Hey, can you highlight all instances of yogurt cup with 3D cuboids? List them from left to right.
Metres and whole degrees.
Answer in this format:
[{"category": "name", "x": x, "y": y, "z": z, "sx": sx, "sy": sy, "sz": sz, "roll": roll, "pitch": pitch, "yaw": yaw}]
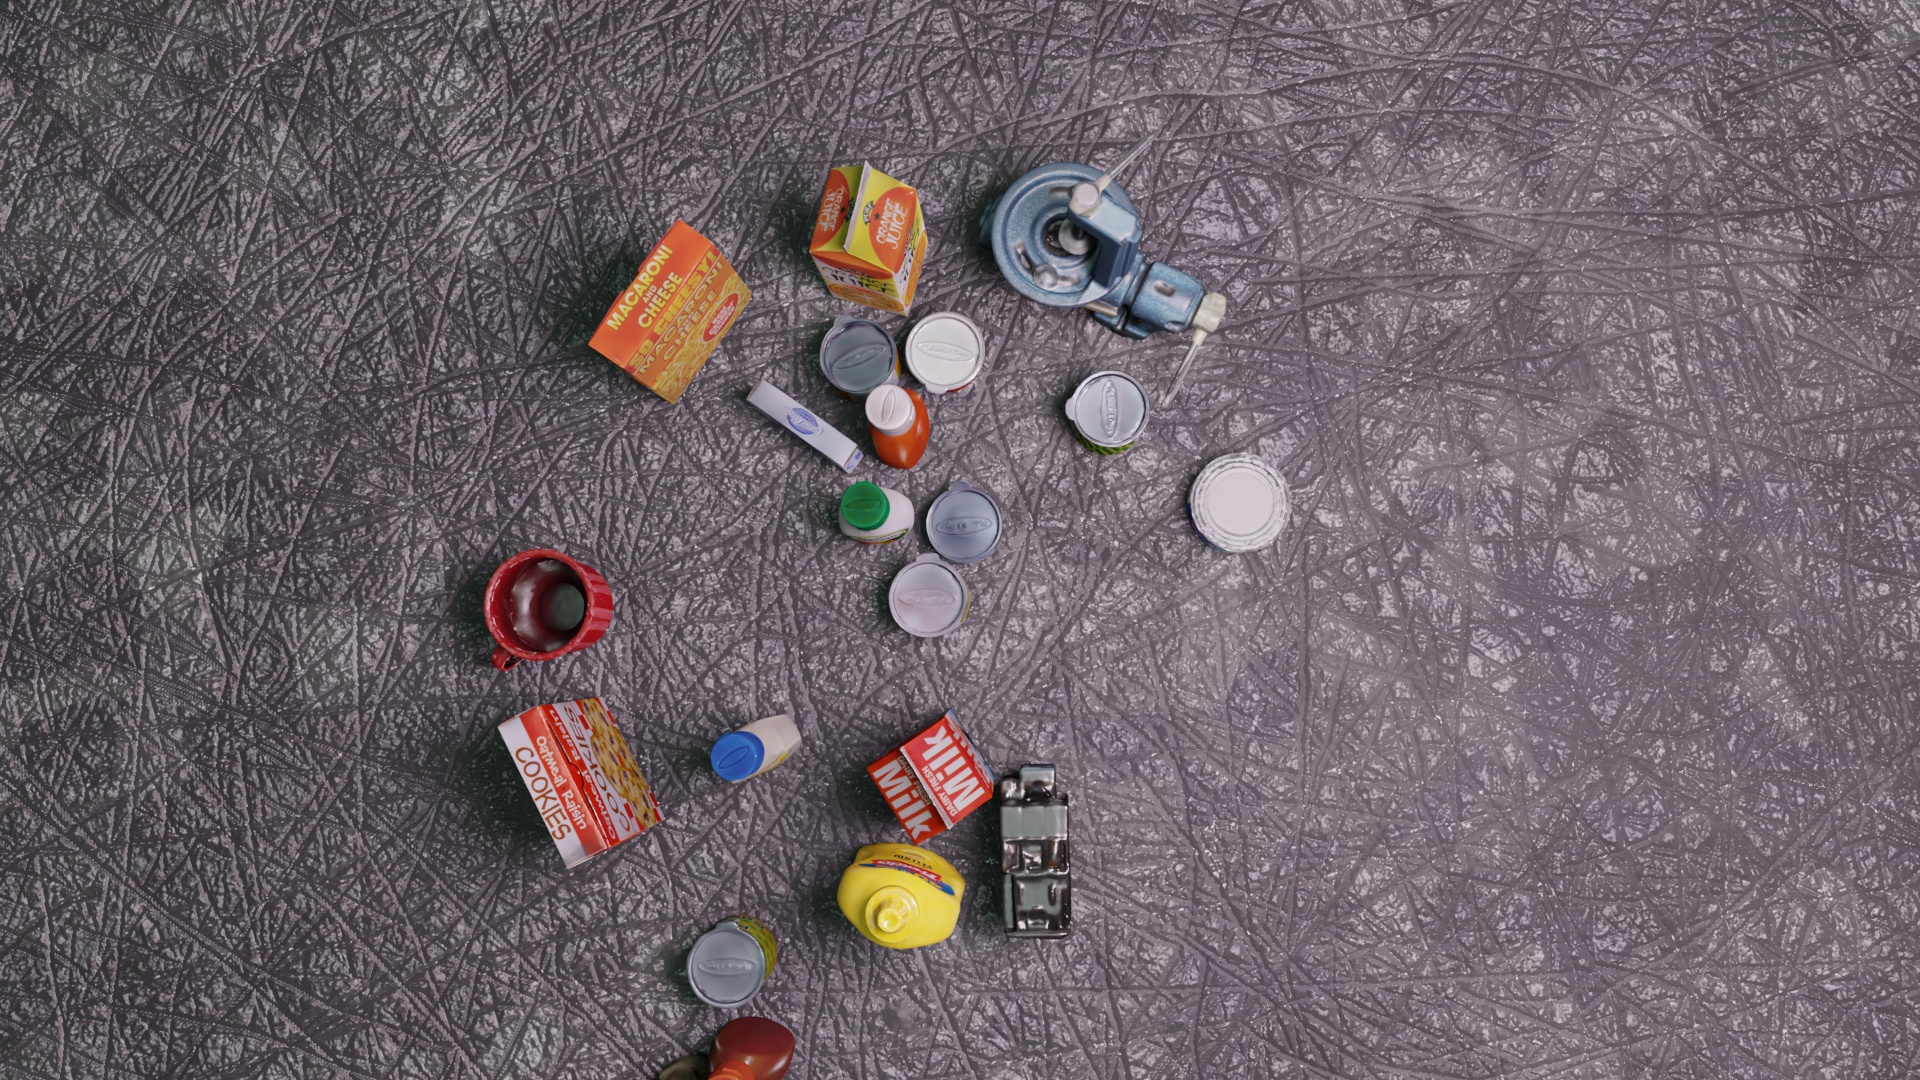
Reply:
[{"category": "yogurt cup", "x": -0.012, "y": -0.160, "z": 1.207, "sx": 0.072, "sy": 0.054, "sz": 0.072, "roll": 0, "pitch": 85, "yaw": 2}]

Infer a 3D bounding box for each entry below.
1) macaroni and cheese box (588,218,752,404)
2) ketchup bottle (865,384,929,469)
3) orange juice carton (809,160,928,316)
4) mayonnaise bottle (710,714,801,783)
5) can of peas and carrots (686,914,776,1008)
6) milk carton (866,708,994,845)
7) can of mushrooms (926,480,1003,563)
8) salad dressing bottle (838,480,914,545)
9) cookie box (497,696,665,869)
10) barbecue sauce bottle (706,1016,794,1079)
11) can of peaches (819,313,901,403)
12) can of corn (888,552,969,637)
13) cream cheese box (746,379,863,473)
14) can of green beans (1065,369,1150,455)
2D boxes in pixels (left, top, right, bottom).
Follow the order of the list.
[{"category": "macaroni and cheese box", "x": -0.239, "y": -0.187, "z": 1.161, "sx": 0.040, "sy": 0.166, "sz": 0.124, "roll": 35, "pitch": 88, "yaw": 4}, {"category": "ketchup bottle", "x": -0.052, "y": -0.099, "z": 1.155, "sx": 0.043, "sy": 0.148, "sz": 0.064, "roll": 11, "pitch": 86, "yaw": 3}, {"category": "orange juice carton", "x": -0.075, "y": -0.248, "z": 1.147, "sx": 0.073, "sy": 0.192, "sz": 0.072, "roll": 15, "pitch": 86, "yaw": 3}, {"category": "mayonnaise bottle", "x": -0.171, "y": 0.172, "z": 1.137, "sx": 0.065, "sy": 0.148, "sz": 0.041, "roll": -34, "pitch": 85, "yaw": 0}, {"category": "can of peas and carrots", "x": -0.191, "y": 0.350, "z": 1.167, "sx": 0.071, "sy": 0.058, "sz": 0.071, "roll": 0, "pitch": 85, "yaw": 2}, {"category": "milk carton", "x": -0.022, "y": 0.187, "z": 1.108, "sx": 0.073, "sy": 0.190, "sz": 0.072, "roll": -33, "pitch": 85, "yaw": 0}, {"category": "can of mushrooms", "x": 0.004, "y": -0.015, "z": 1.204, "sx": 0.071, "sy": 0.033, "sz": 0.071, "roll": 0, "pitch": 85, "yaw": 2}, {"category": "salad dressing bottle", "x": -0.073, "y": -0.023, "z": 1.150, "sx": 0.064, "sy": 0.147, "sz": 0.044, "roll": -5, "pitch": 86, "yaw": 2}, {"category": "cookie box", "x": -0.304, "y": 0.191, "z": 1.130, "sx": 0.040, "sy": 0.167, "sz": 0.123, "roll": -29, "pitch": 85, "yaw": 0}, {"category": "barbecue sauce bottle", "x": -0.175, "y": 0.424, "z": 1.115, "sx": 0.065, "sy": 0.148, "sz": 0.043, "roll": 11, "pitch": 86, "yaw": 3}, {"category": "can of peaches", "x": -0.086, "y": -0.157, "z": 1.207, "sx": 0.071, "sy": 0.058, "sz": 0.071, "roll": 0, "pitch": 85, "yaw": 2}, {"category": "can of corn", "x": -0.026, "y": 0.047, "z": 1.187, "sx": 0.071, "sy": 0.058, "sz": 0.071, "roll": 0, "pitch": 85, "yaw": 2}, {"category": "cream cheese box", "x": -0.134, "y": -0.098, "z": 1.206, "sx": 0.104, "sy": 0.053, "sz": 0.024, "roll": 35, "pitch": 88, "yaw": 5}, {"category": "can of green beans", "x": 0.127, "y": -0.109, "z": 1.195, "sx": 0.071, "sy": 0.058, "sz": 0.071, "roll": 0, "pitch": 85, "yaw": 2}]
